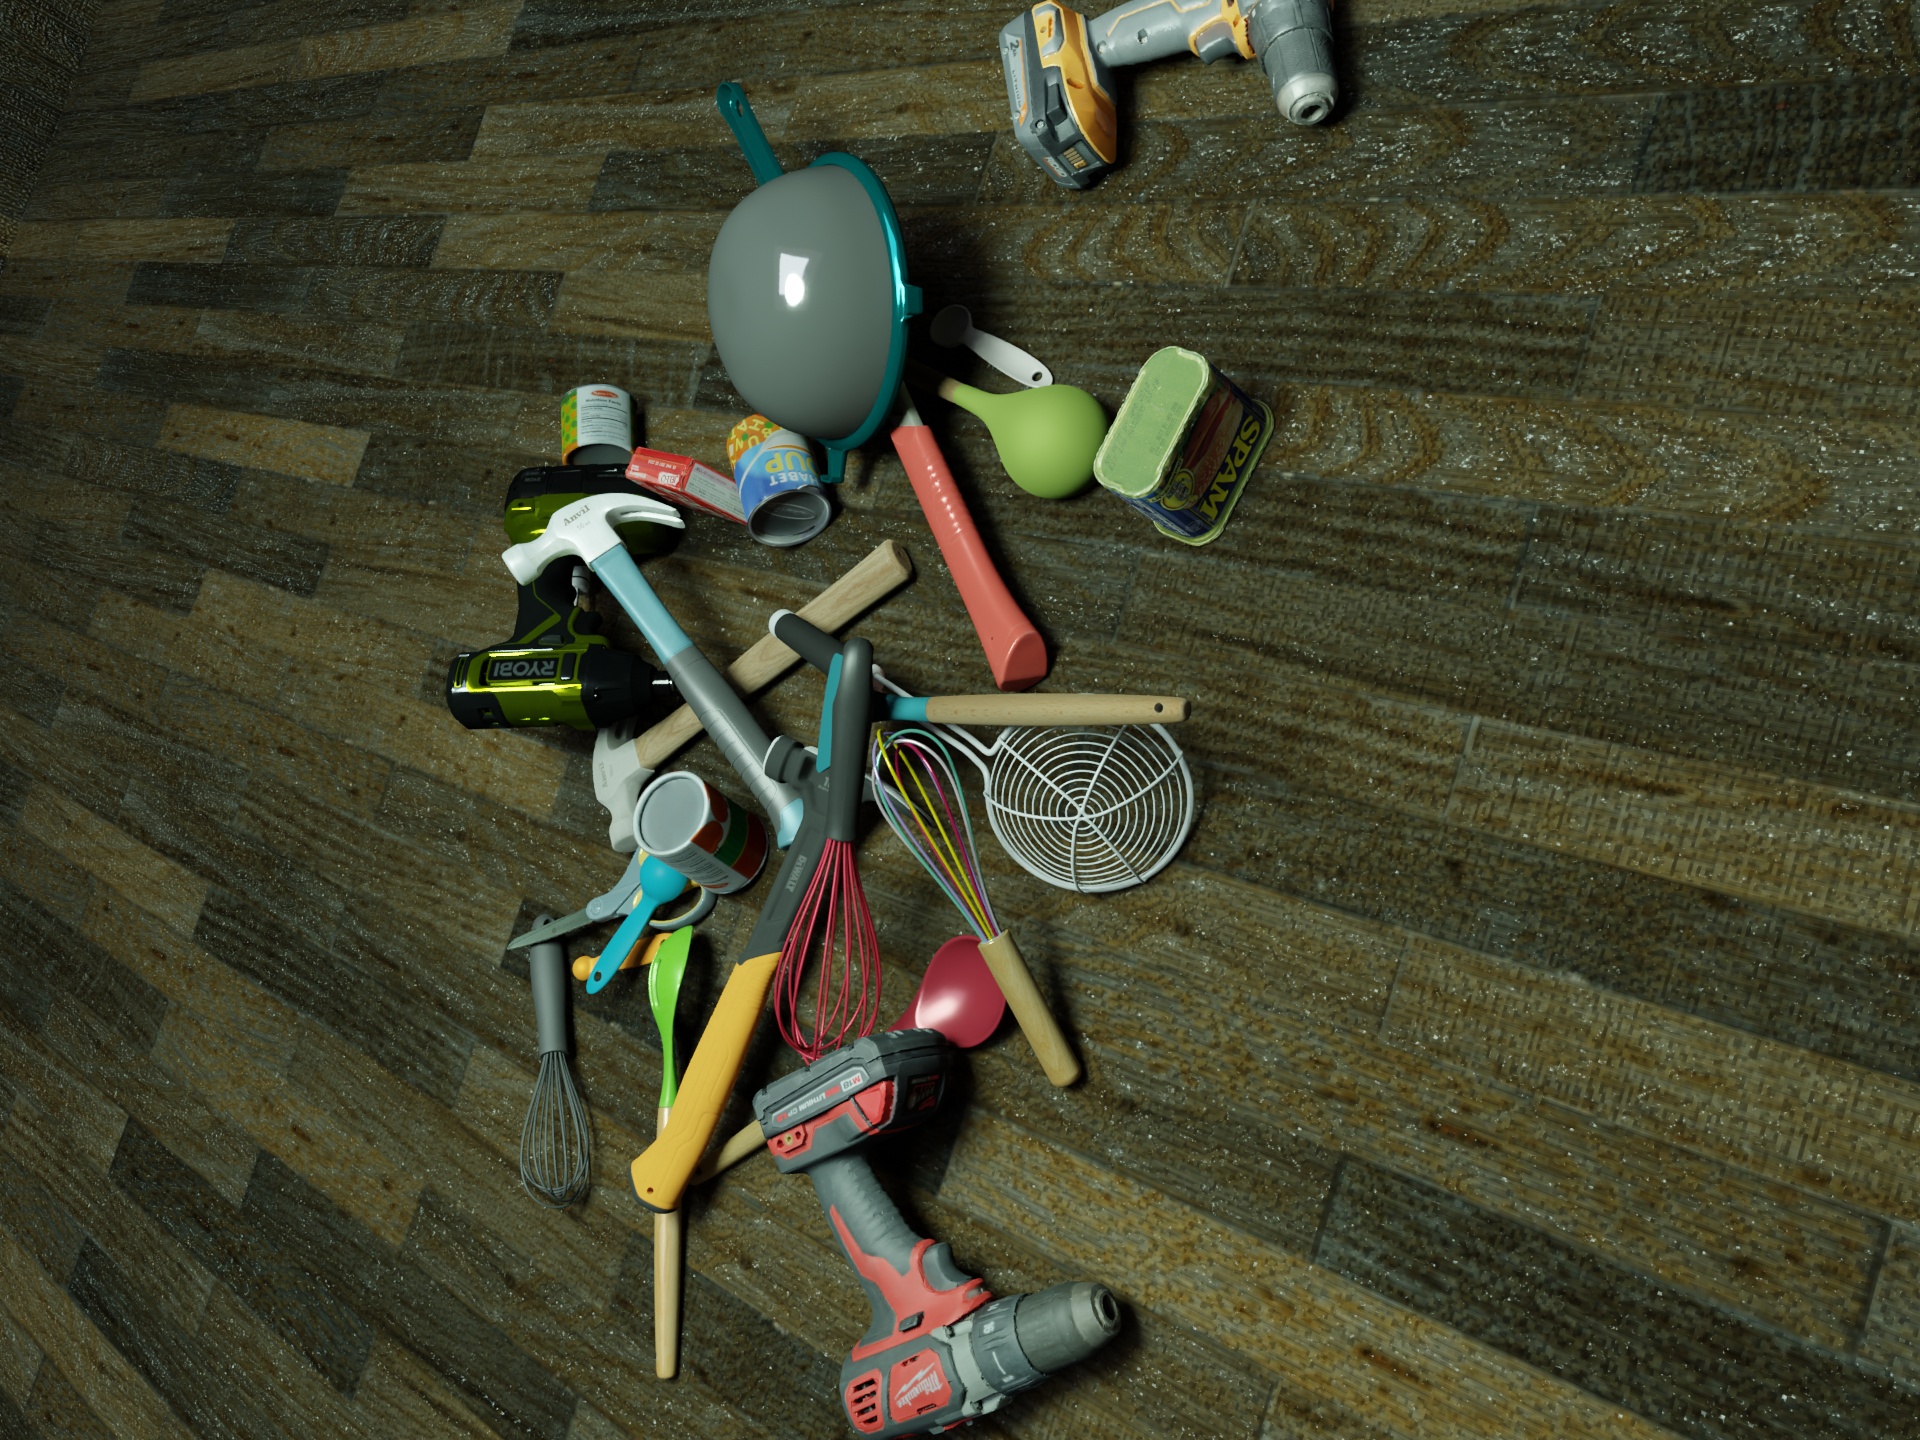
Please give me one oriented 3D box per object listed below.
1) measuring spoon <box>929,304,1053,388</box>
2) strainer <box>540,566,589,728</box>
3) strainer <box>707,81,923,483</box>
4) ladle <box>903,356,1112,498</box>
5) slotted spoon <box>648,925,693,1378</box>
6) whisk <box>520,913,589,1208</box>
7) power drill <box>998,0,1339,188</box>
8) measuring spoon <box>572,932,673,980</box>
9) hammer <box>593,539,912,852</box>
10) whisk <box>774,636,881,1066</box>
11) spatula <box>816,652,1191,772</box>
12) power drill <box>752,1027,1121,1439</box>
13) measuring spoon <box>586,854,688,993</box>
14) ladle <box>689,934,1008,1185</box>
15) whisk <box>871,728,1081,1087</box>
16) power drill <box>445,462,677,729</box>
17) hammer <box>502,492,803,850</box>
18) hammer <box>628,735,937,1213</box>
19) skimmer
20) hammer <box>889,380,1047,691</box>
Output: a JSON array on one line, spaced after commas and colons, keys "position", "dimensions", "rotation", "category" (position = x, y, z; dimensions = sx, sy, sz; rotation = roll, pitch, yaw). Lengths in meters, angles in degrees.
[{"position": [0.025, -0.268, 1.165], "dimensions": [0.124, 0.018, 0.034], "rotation": [38, 92, 32], "category": "measuring spoon"}, {"position": [-0.328, -0.109, 1.367], "dimensions": [0.086, 0.050, 0.259], "rotation": [111, 159, -62], "category": "strainer"}, {"position": [-0.149, -0.351, 1.166], "dimensions": [0.341, 0.095, 0.211], "rotation": [65, 146, 24], "category": "strainer"}, {"position": [-0.006, -0.241, 1.168], "dimensions": [0.320, 0.062, 0.078], "rotation": [36, 99, 46], "category": "ladle"}, {"position": [-0.210, 0.305, 1.144], "dimensions": [0.070, 0.031, 0.314], "rotation": [139, 132, -67], "category": "slotted spoon"}, {"position": [-0.319, 0.259, 1.237], "dimensions": [0.055, 0.055, 0.239], "rotation": [-30, 55, 27], "category": "whisk"}, {"position": [0.148, -0.450, 1.087], "dimensions": [0.226, 0.084, 0.185], "rotation": [-19, 66, 27], "category": "power drill"}, {"position": [-0.263, 0.183, 1.240], "dimensions": [0.117, 0.011, 0.021], "rotation": [-19, 65, 32], "category": "measuring spoon"}, {"position": [-0.167, -0.034, 1.224], "dimensions": [0.331, 0.031, 0.130], "rotation": [-35, 57, 24], "category": "hammer"}, {"position": [-0.077, 0.091, 1.008], "dimensions": [0.073, 0.073, 0.295], "rotation": [21, 112, 40], "category": "whisk"}, {"position": [0.010, -0.006, 0.970], "dimensions": [0.318, 0.044, 0.082], "rotation": [1, 80, 42], "category": "spatula"}, {"position": [-0.016, 0.302, 0.957], "dimensions": [0.188, 0.080, 0.227], "rotation": [-31, 69, 26], "category": "power drill"}, {"position": [-0.251, 0.151, 1.202], "dimensions": [0.042, 0.021, 0.128], "rotation": [34, 91, 33], "category": "measuring spoon"}, {"position": [-0.079, 0.240, 1.070], "dimensions": [0.315, 0.031, 0.069], "rotation": [-38, 61, 25], "category": "ladle"}, {"position": [0.011, 0.112, 0.969], "dimensions": [0.245, 0.051, 0.047], "rotation": [62, 161, -2], "category": "whisk"}, {"position": [-0.302, -0.095, 1.269], "dimensions": [0.171, 0.080, 0.223], "rotation": [-2, 57, 5], "category": "power drill"}, {"position": [-0.201, -0.036, 1.177], "dimensions": [0.128, 0.033, 0.331], "rotation": [-36, 74, -8], "category": "hammer"}, {"position": [-0.138, 0.186, 1.097], "dimensions": [0.127, 0.034, 0.337], "rotation": [25, 91, 18], "category": "hammer"}, {"position": [-0.002, -0.003, 1.064], "dimensions": [0.364, 0.090, 0.127], "rotation": [32, 115, 45], "category": "skimmer"}, {"position": [-0.027, -0.174, 1.134], "dimensions": [0.149, 0.036, 0.359], "rotation": [-54, 52, 51], "category": "hammer"}]
